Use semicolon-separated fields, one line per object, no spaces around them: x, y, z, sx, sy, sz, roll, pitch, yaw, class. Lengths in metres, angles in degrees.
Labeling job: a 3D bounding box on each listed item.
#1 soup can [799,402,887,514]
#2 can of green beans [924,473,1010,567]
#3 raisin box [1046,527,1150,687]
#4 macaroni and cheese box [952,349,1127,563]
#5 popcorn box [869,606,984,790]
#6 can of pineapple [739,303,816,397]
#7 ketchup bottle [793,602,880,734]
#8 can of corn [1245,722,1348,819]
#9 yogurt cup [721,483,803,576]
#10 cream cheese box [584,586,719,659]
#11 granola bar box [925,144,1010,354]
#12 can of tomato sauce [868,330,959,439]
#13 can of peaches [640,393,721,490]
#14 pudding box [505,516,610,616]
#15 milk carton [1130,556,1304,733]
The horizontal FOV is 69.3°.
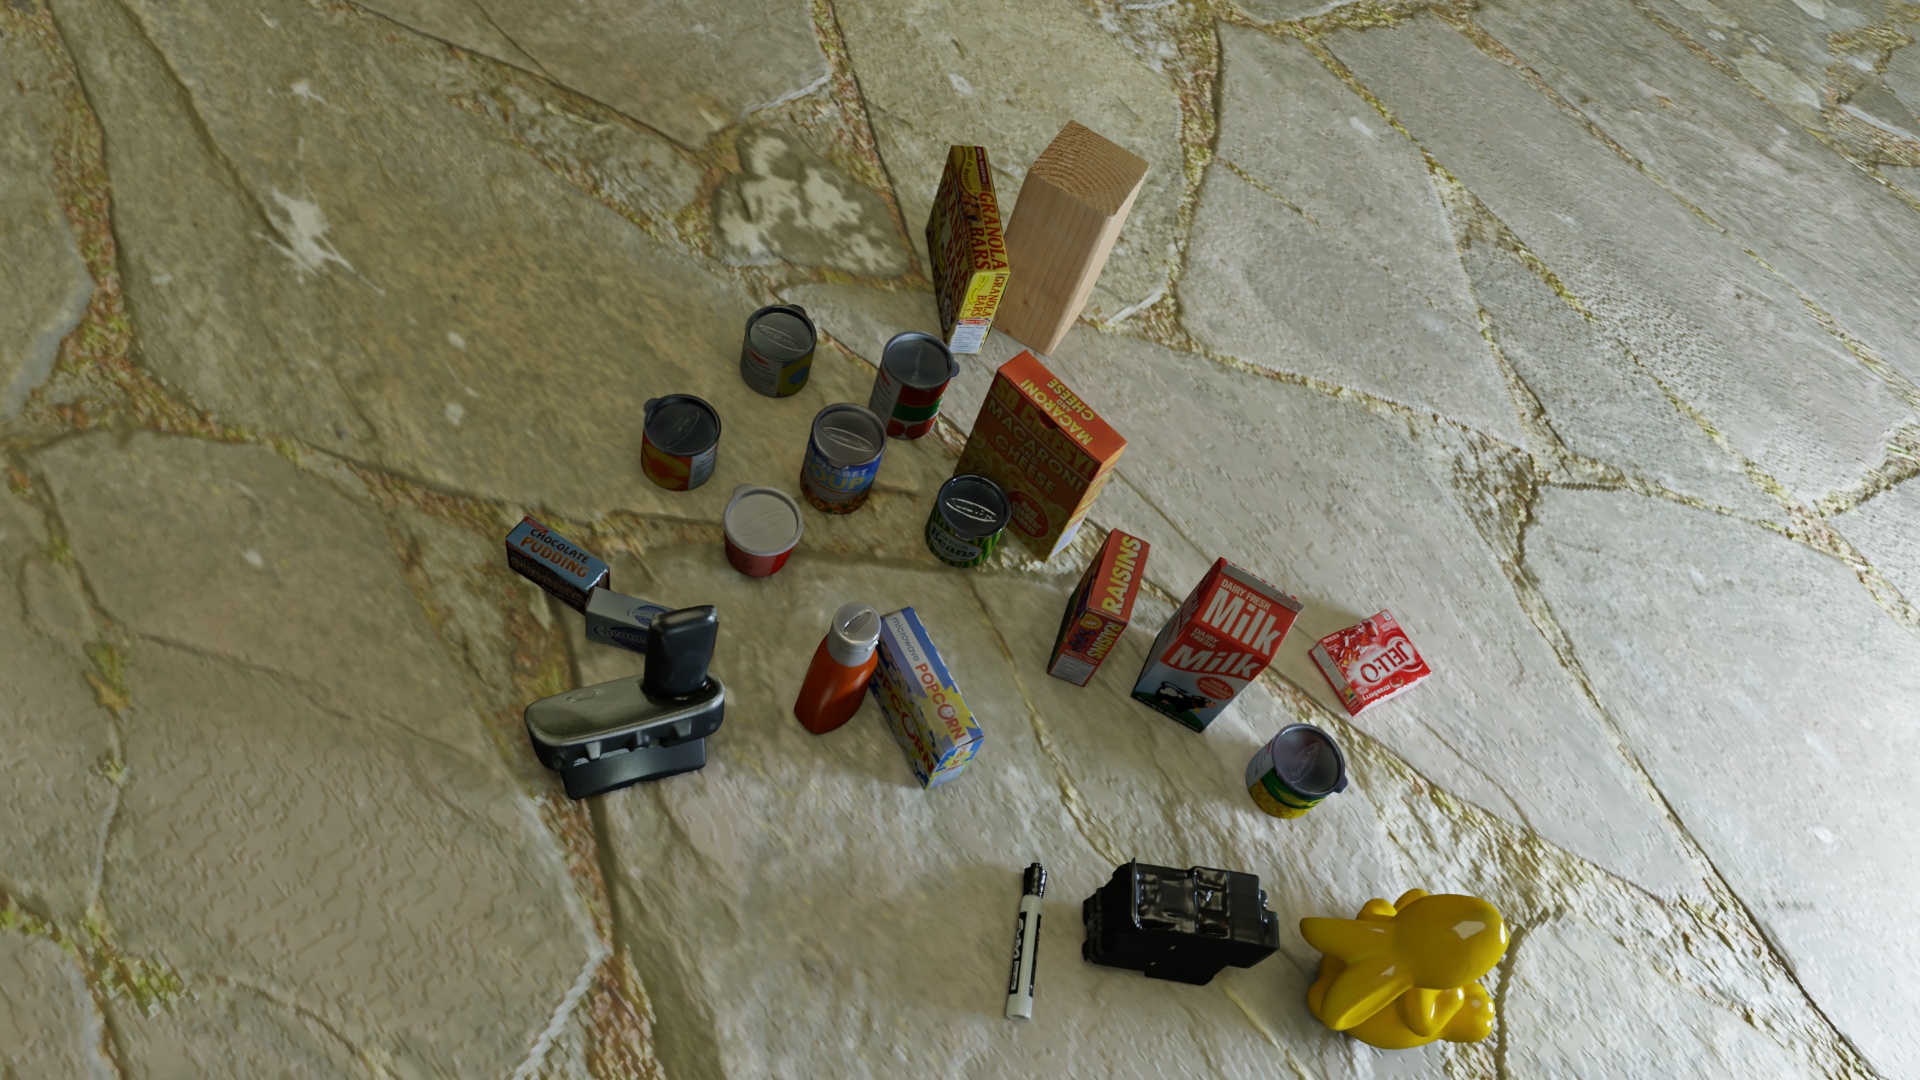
-0.106;-0.069;1.225;0.071;0.083;0.071;7;58;-11;soup can
0.005;-0.017;1.239;0.071;0.057;0.071;7;58;-11;can of green beans
0.117;0.058;1.184;0.040;0.122;0.086;23;56;-1;raisin box
0.066;-0.070;1.223;0.124;0.165;0.040;44;59;13;macaroni and cheese box
-0.034;0.128;1.123;0.038;0.084;0.127;-20;66;-25;popcorn box
-0.168;-0.176;1.289;0.071;0.057;0.071;7;58;-11;can of pineapple
-0.092;0.098;1.087;0.043;0.148;0.065;44;59;13;ketchup bottle
0.286;0.199;1.183;0.071;0.058;0.071;7;58;-11;can of corn
-0.171;-0.005;1.185;0.072;0.053;0.073;7;58;-11;yogurt cup
-0.249;0.072;1.117;0.104;0.053;0.024;16;57;-5;cream cheese box
0.006;-0.285;1.364;0.039;0.123;0.166;0;59;-15;granola bar box
-0.045;-0.142;1.287;0.071;0.082;0.071;7;58;-11;can of tomato sauce
-0.246;-0.086;1.213;0.071;0.057;0.071;7;58;-11;can of peaches
-0.327;0.021;1.130;0.084;0.049;0.030;32;57;5;pudding box
0.216;0.081;1.157;0.072;0.189;0.074;28;56;3;milk carton
